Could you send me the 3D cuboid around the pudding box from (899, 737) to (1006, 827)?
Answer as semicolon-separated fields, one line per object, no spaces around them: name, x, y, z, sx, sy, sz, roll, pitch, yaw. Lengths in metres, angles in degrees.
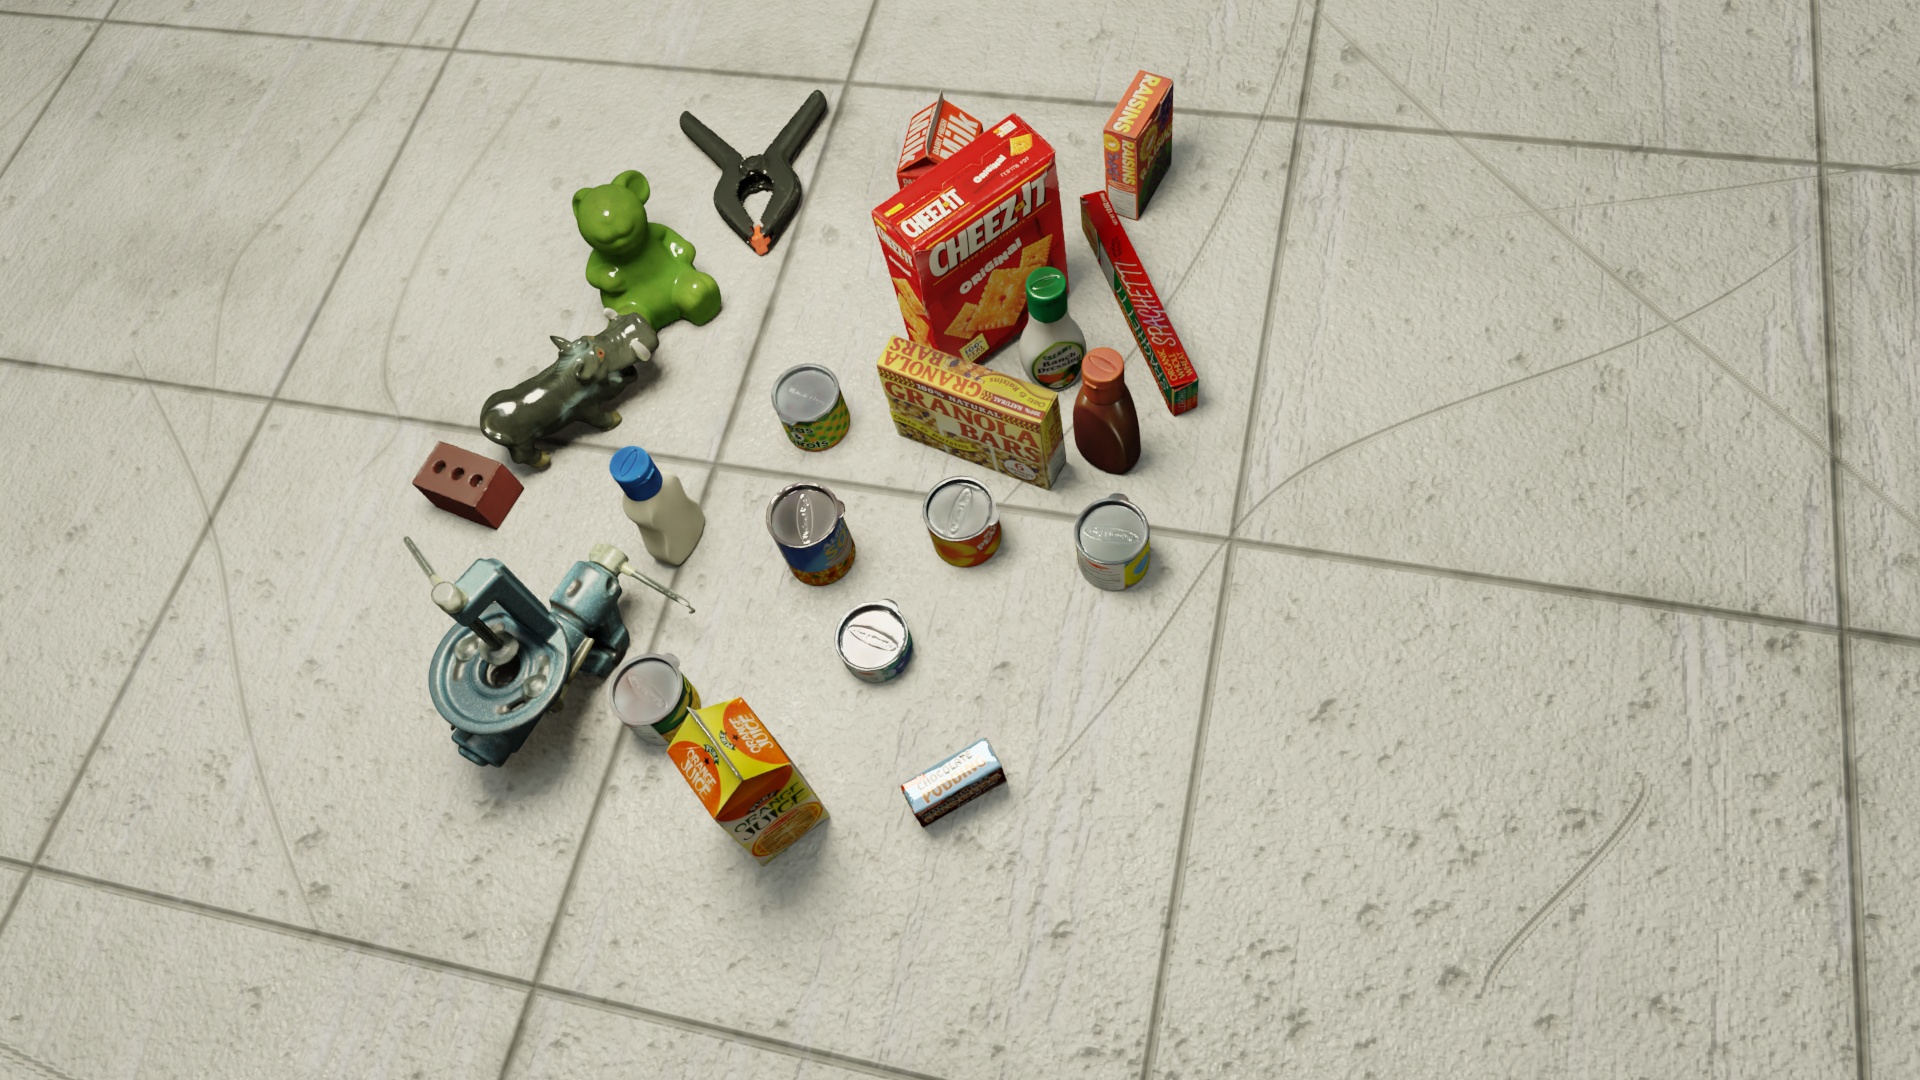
pudding box;-0.005;0.201;1.155;0.084;0.049;0.030;-28;63;-7

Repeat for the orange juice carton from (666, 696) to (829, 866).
orange juice carton;-0.170;0.189;1.104;0.073;0.192;0.072;-36;64;-10

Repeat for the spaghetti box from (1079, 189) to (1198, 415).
spaghetti box;0.172;-0.234;1.353;0.029;0.050;0.251;-19;62;-2

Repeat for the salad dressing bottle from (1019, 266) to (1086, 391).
salad dressing bottle;0.083;-0.195;1.290;0.064;0.147;0.044;-19;63;-2

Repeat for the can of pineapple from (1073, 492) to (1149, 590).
can of pineapple;0.136;0.003;1.233;0.071;0.057;0.071;-3;63;6

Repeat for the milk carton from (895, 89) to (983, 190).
milk carton;-0.013;-0.347;1.356;0.073;0.189;0.072;7;65;11

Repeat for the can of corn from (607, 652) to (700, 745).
can of corn;-0.266;0.138;1.218;0.071;0.058;0.071;-3;63;6

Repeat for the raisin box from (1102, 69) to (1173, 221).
raisin box;0.179;-0.394;1.392;0.040;0.123;0.086;24;69;18

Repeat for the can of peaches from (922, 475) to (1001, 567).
can of peaches;0.004;-0.016;1.260;0.071;0.058;0.071;-3;63;6

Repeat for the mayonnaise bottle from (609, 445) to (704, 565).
mayonnaise bottle;-0.276;-0.035;1.257;0.041;0.147;0.065;18;67;16

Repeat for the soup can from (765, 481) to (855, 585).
soup can;-0.132;-0.005;1.259;0.071;0.083;0.071;-3;63;6

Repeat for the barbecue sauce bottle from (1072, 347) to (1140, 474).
barbecue sauce bottle;0.130;-0.117;1.243;0.065;0.148;0.044;34;73;22

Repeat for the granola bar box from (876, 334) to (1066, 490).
granola bar box;0.011;-0.115;1.272;0.166;0.123;0.039;22;68;17

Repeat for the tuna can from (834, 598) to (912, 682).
tuna can;-0.075;0.088;1.232;0.071;0.032;0.071;-3;63;6

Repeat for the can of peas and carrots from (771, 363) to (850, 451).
can of peas and carrots;-0.144;-0.125;1.336;0.071;0.058;0.071;-3;63;6
